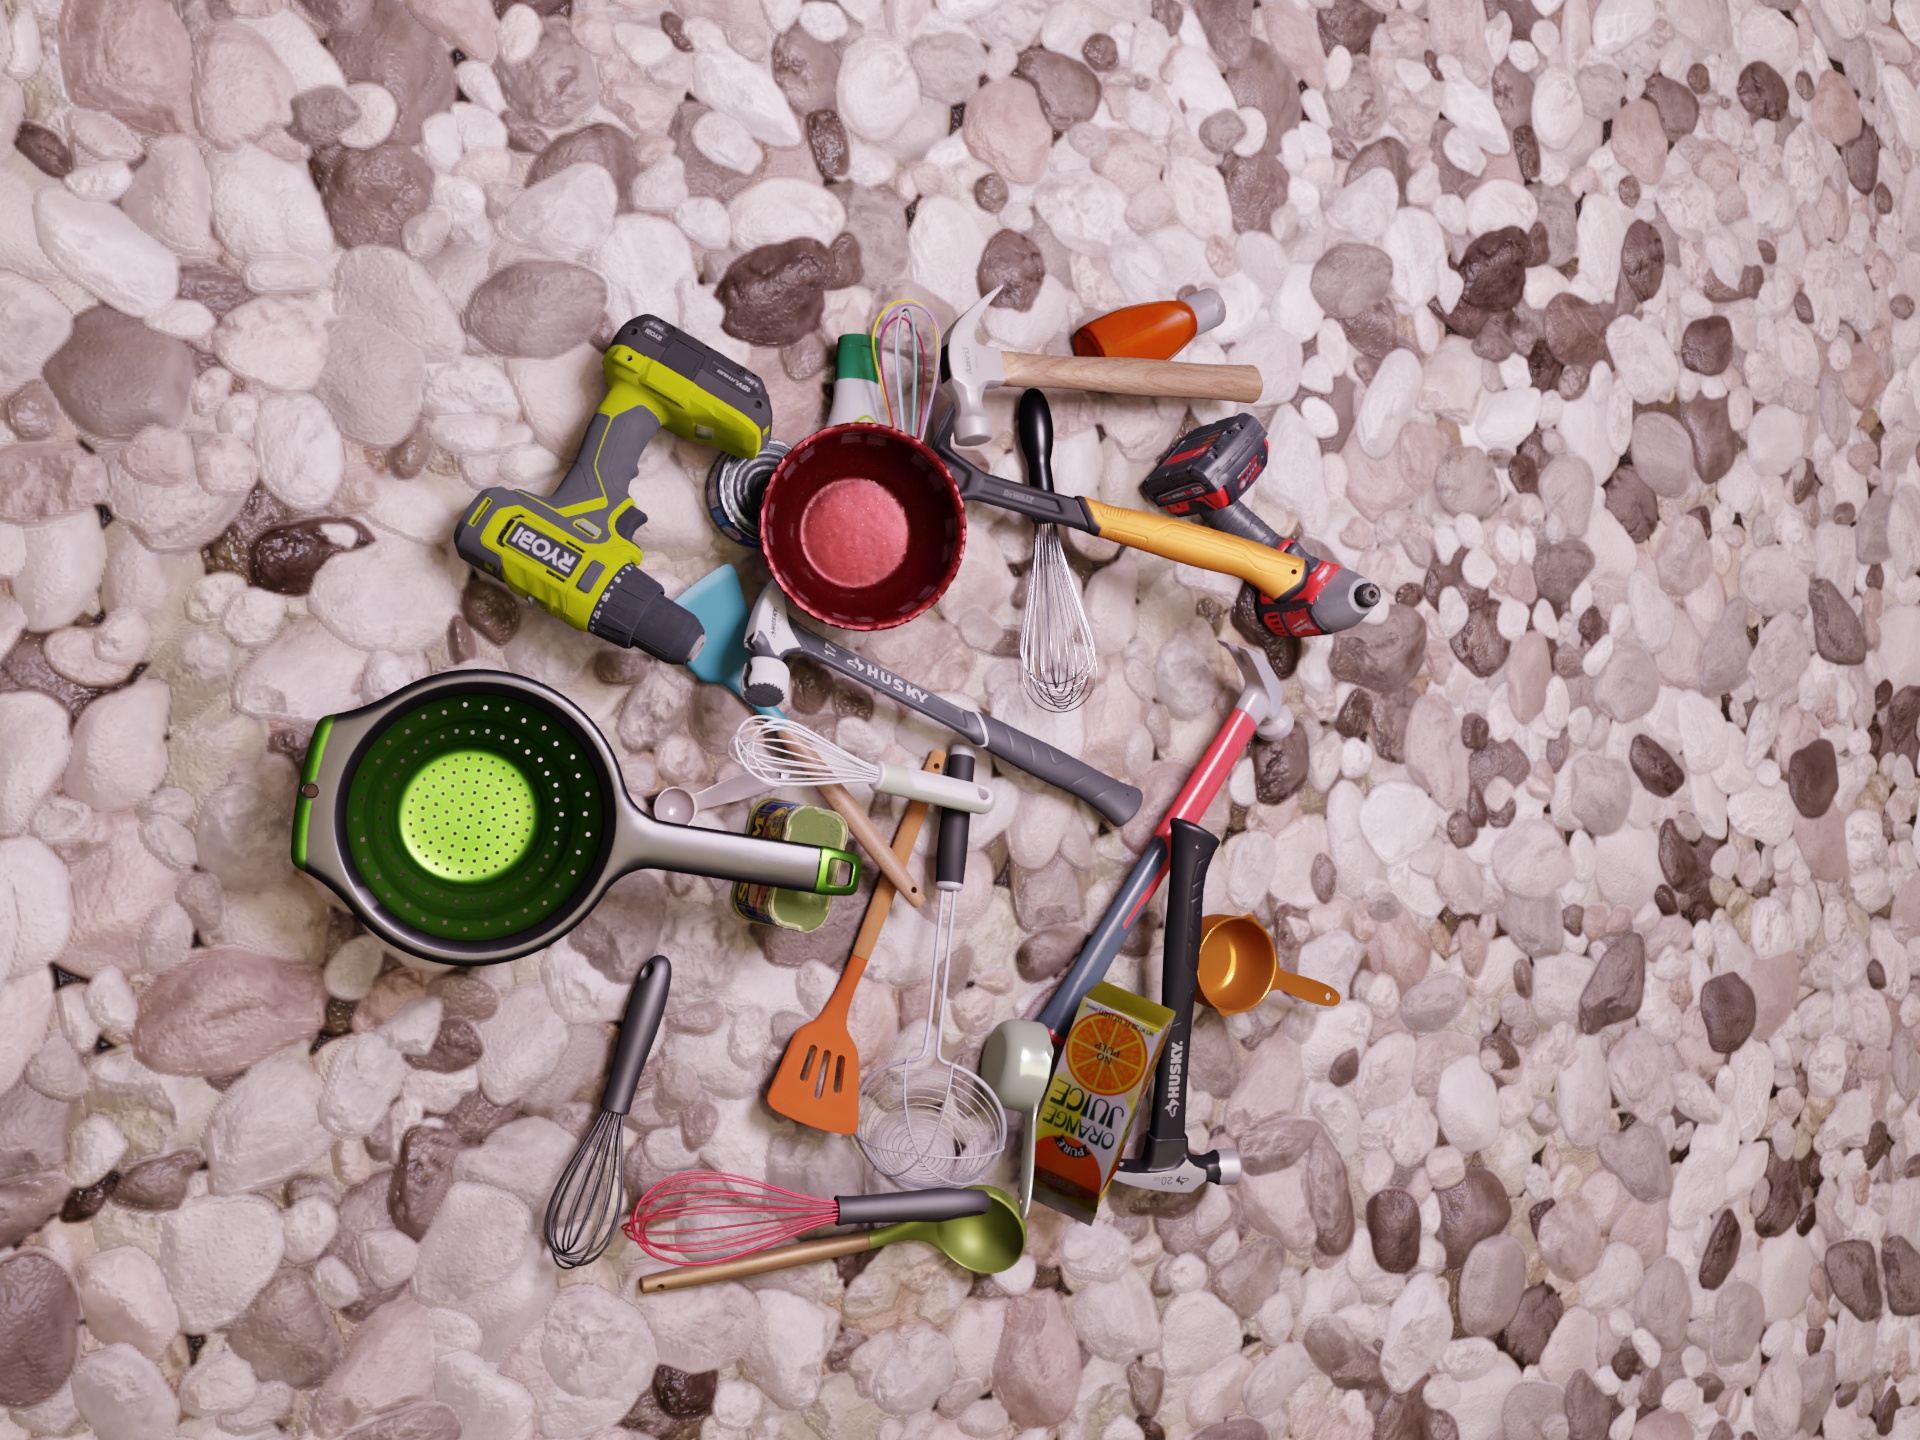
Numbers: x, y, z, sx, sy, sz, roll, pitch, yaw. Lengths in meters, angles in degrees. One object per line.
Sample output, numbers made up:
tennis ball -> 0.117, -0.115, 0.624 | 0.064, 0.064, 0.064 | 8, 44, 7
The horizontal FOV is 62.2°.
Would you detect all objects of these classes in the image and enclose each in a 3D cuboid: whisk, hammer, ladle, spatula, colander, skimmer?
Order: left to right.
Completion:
colander -> -0.271, 0.083, 1.160 | 0.397, 0.094, 0.204 | 11, 83, -20
whisk -> -0.261, 0.294, 1.204 | 0.055, 0.055, 0.239 | 21, 76, -25
spatula -> -0.123, 0.025, 1.268 | 0.082, 0.044, 0.317 | -43, 101, -28
whisk -> -0.116, 0.385, 1.246 | 0.295, 0.073, 0.073 | 2, 88, -18
ladle -> -0.096, 0.431, 1.280 | 0.320, 0.062, 0.078 | -3, 109, -24
whisk -> -0.073, 0.041, 1.259 | 0.246, 0.059, 0.058 | 15, 49, -33
spatula -> -0.070, 0.173, 1.304 | 0.081, 0.041, 0.323 | 25, 77, -19
whisk -> -0.046, -0.215, 1.289 | 0.047, 0.051, 0.245 | -7, 105, -31
skimmer -> -0.013, 0.204, 1.331 | 0.127, 0.090, 0.363 | 4, 74, 8
hammer -> -0.002, -0.004, 1.325 | 0.408, 0.036, 0.149 | 27, 46, -30
whisk -> 0.077, -0.148, 1.375 | 0.070, 0.070, 0.284 | -3, 86, -27
hammer -> 0.126, -0.296, 1.355 | 0.331, 0.031, 0.130 | -5, 82, -32
hammer -> 0.132, -0.173, 1.340 | 0.337, 0.034, 0.127 | 17, 81, -1
hammer -> 0.171, 0.112, 1.404 | 0.386, 0.038, 0.143 | -56, 141, -13
hammer -> 0.184, 0.250, 1.389 | 0.146, 0.035, 0.334 | 1, 99, -12

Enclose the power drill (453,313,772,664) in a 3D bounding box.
power drill -> -0.235, -0.167, 1.182 | 0.190, 0.080, 0.228 | 30, 75, -1

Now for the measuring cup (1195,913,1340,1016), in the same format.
measuring cup -> 0.273, 0.234, 1.470 | 0.173, 0.052, 0.095 | 22, 80, -27

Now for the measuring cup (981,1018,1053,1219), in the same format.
measuring cup -> 0.042, 0.326, 1.314 | 0.038, 0.083, 0.168 | 16, 53, -17

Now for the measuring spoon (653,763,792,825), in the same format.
measuring spoon -> -0.189, 0.057, 1.264 | 0.124, 0.018, 0.034 | -18, 97, -33

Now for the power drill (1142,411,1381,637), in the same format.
power drill -> 0.279, -0.164, 1.429 | 0.219, 0.143, 0.078 | 47, 73, -16
